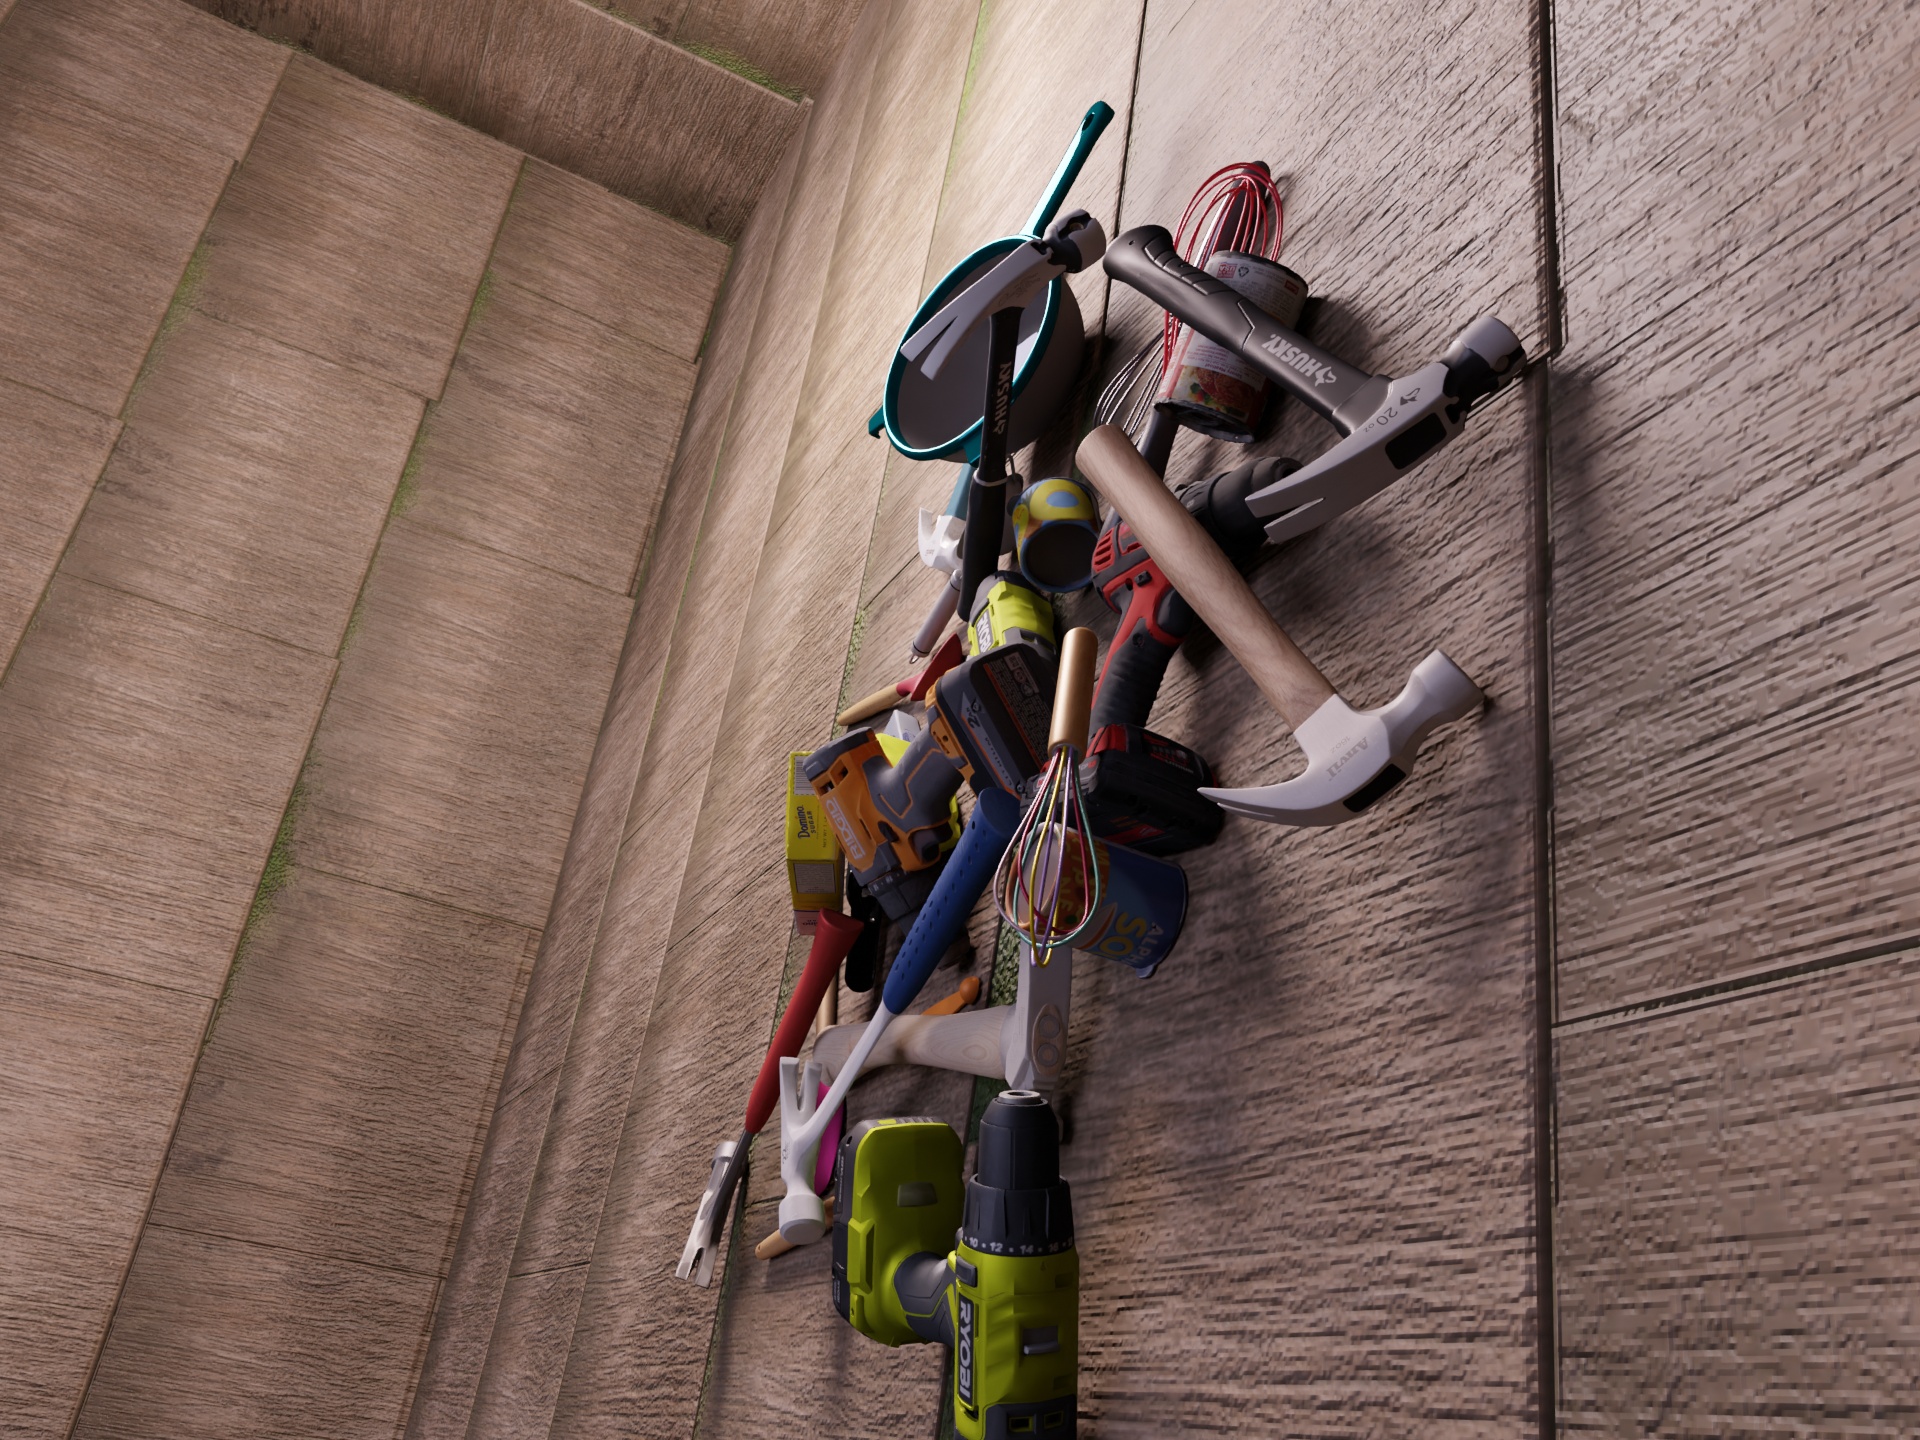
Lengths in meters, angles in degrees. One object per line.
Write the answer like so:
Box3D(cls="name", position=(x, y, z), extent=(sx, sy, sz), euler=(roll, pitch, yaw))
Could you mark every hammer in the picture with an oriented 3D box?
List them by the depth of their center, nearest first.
Box3D(cls="hammer", position=(0.135, -0.066, 0.846), extent=(0.130, 0.031, 0.332), euler=(-45, 40, 14))
Box3D(cls="hammer", position=(0.160, -0.215, 0.900), extent=(0.146, 0.035, 0.335), euler=(-41, 37, 5))
Box3D(cls="hammer", position=(-0.051, 0.194, 1.098), extent=(0.144, 0.035, 0.405), euler=(-100, 30, -47))
Box3D(cls="hammer", position=(-0.027, 0.216, 1.123), extent=(0.410, 0.038, 0.146), euler=(153, 124, -64))
Box3D(cls="hammer", position=(0.020, -0.185, 1.155), extent=(0.149, 0.036, 0.408), euler=(-38, -19, -19))
Box3D(cls="hammer", position=(-0.158, 0.302, 1.316), extent=(0.149, 0.036, 0.359), euler=(-79, 11, -61))
Box3D(cls="hammer", position=(0.034, -0.293, 1.466), extent=(0.128, 0.033, 0.331), euler=(14, 84, 69))

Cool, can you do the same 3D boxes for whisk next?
Box3D(cls="whisk", position=(0.056, 0.030, 0.857), extent=(0.051, 0.047, 0.245), euler=(-29, 32, 32))
Box3D(cls="whisk", position=(0.147, -0.231, 1.082), extent=(0.073, 0.073, 0.295), euler=(-130, 56, -67))
Box3D(cls="whisk", position=(0.156, -0.284, 1.123), extent=(0.239, 0.055, 0.055), euler=(-63, 21, 7))

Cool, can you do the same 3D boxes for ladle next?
Box3D(cls="ladle", position=(-0.063, -0.024, 1.474), extent=(0.069, 0.031, 0.315), euler=(-54, 12, -21))

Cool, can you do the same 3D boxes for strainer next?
Box3D(cls="strainer", position=(0.066, -0.355, 1.359), extent=(0.211, 0.095, 0.340), euler=(29, 90, 54))
Box3D(cls="strainer", position=(0.006, -0.125, 1.369), extent=(0.087, 0.050, 0.258), euler=(-39, -12, -41))

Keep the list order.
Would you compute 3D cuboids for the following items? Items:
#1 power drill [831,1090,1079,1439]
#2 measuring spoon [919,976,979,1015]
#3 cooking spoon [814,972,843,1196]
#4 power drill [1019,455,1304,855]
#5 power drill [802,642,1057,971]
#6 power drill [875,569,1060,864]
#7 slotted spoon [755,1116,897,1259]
Box3D(cls="power drill", position=(-0.001, 0.295, 0.901), extent=(0.228, 0.080, 0.190), euler=(171, 100, -67))
Box3D(cls="measuring spoon", position=(-0.017, 0.211, 1.158), extent=(0.117, 0.011, 0.021), euler=(-45, 32, 50))
Box3D(cls="cooking spoon", position=(-0.116, 0.258, 1.362), extent=(0.068, 0.017, 0.319), euler=(-54, 26, 40))
Box3D(cls="power drill", position=(0.126, -0.042, 0.941), extent=(0.188, 0.080, 0.227), euler=(-26, 45, 62))
Box3D(cls="power drill", position=(-0.004, 0.066, 1.100), extent=(0.226, 0.084, 0.185), euler=(-33, 83, 47))
Box3D(cls="power drill", position=(-0.002, -0.004, 1.234), extent=(0.223, 0.080, 0.171), euler=(-56, 21, 26))
Box3D(cls="slotted spoon", position=(-0.098, 0.369, 1.203), extent=(0.313, 0.031, 0.070), euler=(-47, 30, 51))
